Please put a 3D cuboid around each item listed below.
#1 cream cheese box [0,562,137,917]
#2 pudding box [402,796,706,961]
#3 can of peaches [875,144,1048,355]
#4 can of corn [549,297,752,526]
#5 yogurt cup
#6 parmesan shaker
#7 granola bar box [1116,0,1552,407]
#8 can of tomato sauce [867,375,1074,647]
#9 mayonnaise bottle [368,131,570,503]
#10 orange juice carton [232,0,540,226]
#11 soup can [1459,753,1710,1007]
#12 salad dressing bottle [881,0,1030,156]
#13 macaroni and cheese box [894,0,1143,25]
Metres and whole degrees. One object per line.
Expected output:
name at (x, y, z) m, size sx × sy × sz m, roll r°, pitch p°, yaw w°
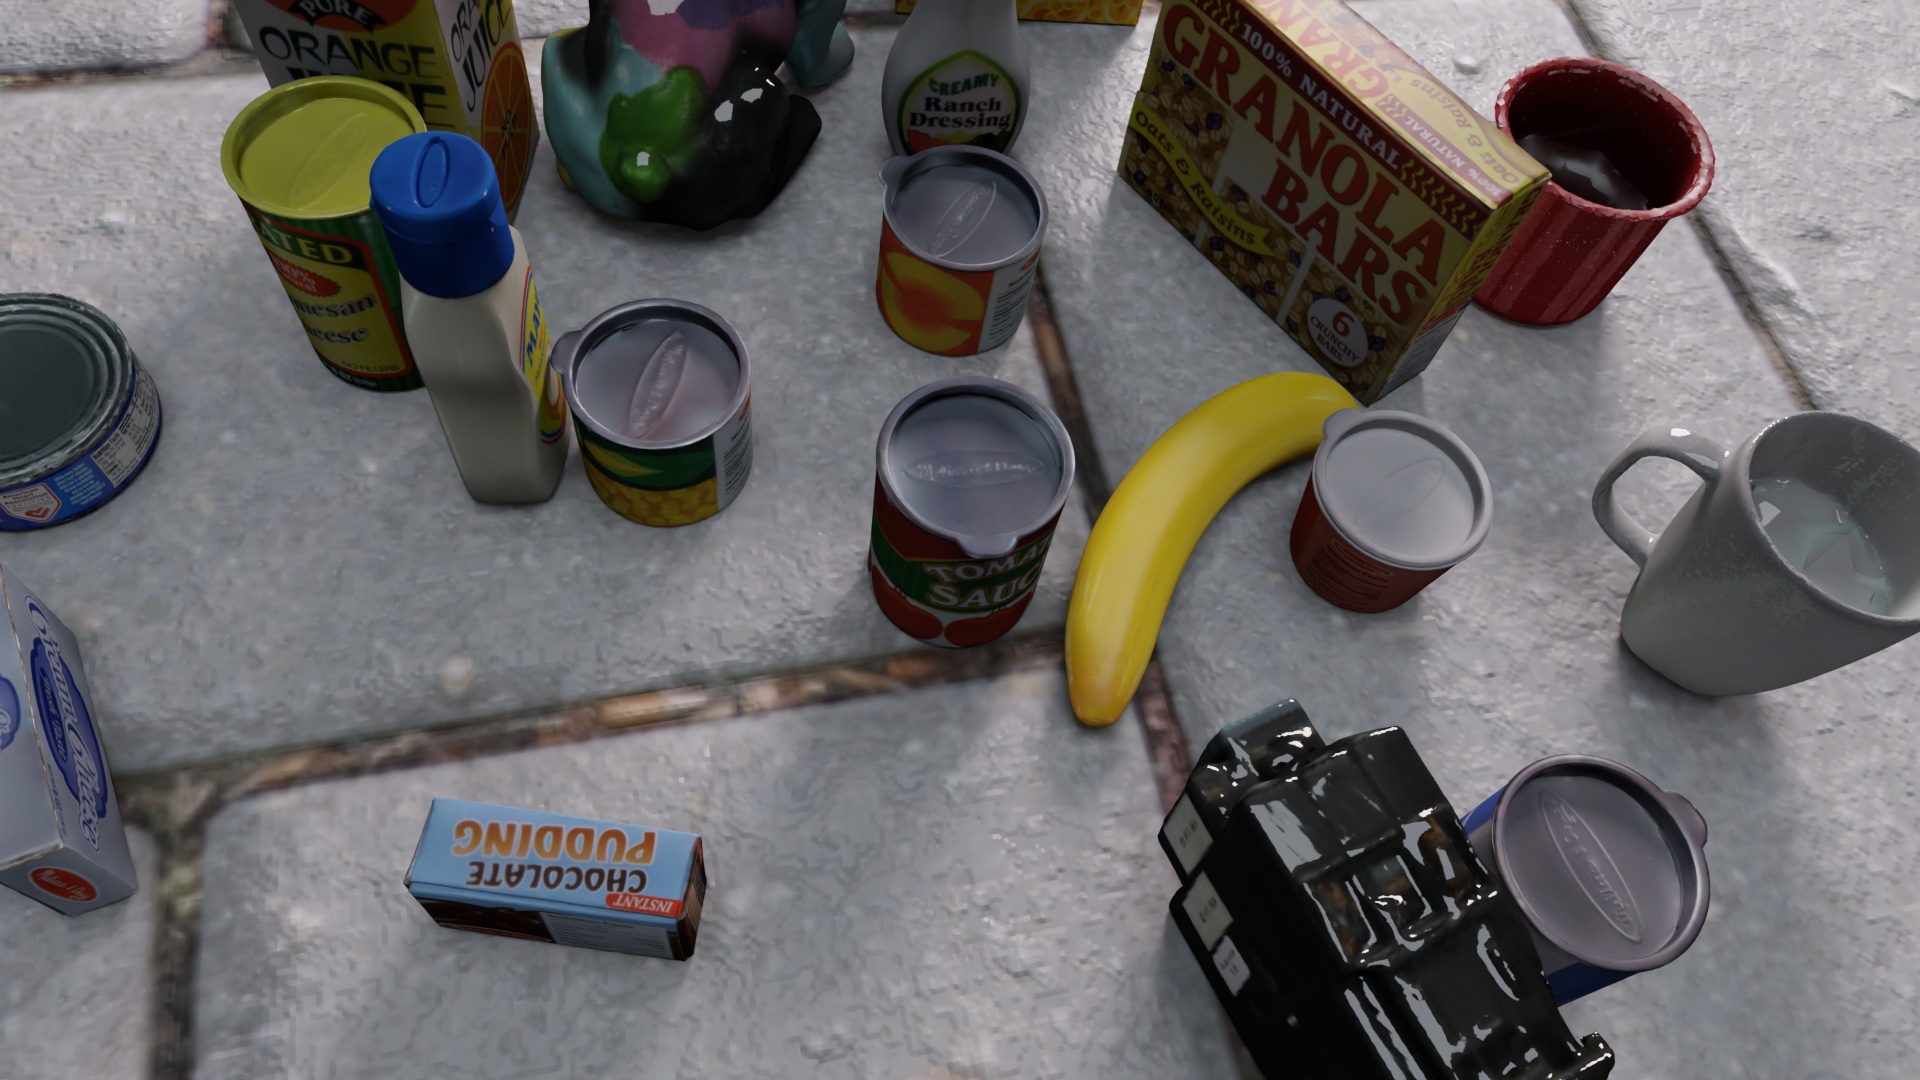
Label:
cream cheese box at (-0.292, 0.063, 0.437) m, size 0.024 × 0.053 × 0.104 m, roll -22°, pitch 66°, yaw -18°
pudding box at (-0.124, 0.107, 0.434) m, size 0.084 × 0.049 × 0.030 m, roll 8°, pitch 60°, yaw -2°
can of peaches at (-0.003, -0.120, 0.573) m, size 0.071 × 0.057 × 0.071 m, roll 3°, pitch 60°, yaw -5°
can of corn at (-0.113, -0.047, 0.518) m, size 0.071 × 0.058 × 0.071 m, roll 3°, pitch 60°, yaw -5°
yogurt cup at (0.160, -0.008, 0.531) m, size 0.072 × 0.053 × 0.073 m, roll 3°, pitch 60°, yaw -5°
parmesan shaker at (-0.218, -0.109, 0.514) m, size 0.071 × 0.102 × 0.071 m, roll 3°, pitch 61°, yaw -5°
granola bar box at (0.142, -0.152, 0.570) m, size 0.039 × 0.123 × 0.166 m, roll -33°, pitch 69°, yaw -22°
can of tomato sauce at (0.002, -0.006, 0.494) m, size 0.071 × 0.082 × 0.071 m, roll 3°, pitch 61°, yaw -5°
mayonnaise bottle at (-0.164, -0.073, 0.475) m, size 0.041 × 0.147 × 0.065 m, roll 0°, pitch 61°, yaw -7°
orange juice carton at (-0.213, -0.198, 0.514) m, size 0.072 × 0.191 × 0.073 m, roll 7°, pitch 60°, yaw -3°
soup can at (0.189, 0.114, 0.449) m, size 0.071 × 0.083 × 0.071 m, roll 3°, pitch 61°, yaw -5°
salad dressing bottle at (0.001, -0.211, 0.574) m, size 0.064 × 0.147 × 0.044 m, roll -1°, pitch 61°, yaw -8°
macaroni and cheese box at (0.037, -0.313, 0.625) m, size 0.124 × 0.165 × 0.040 m, roll 0°, pitch 61°, yaw -7°
